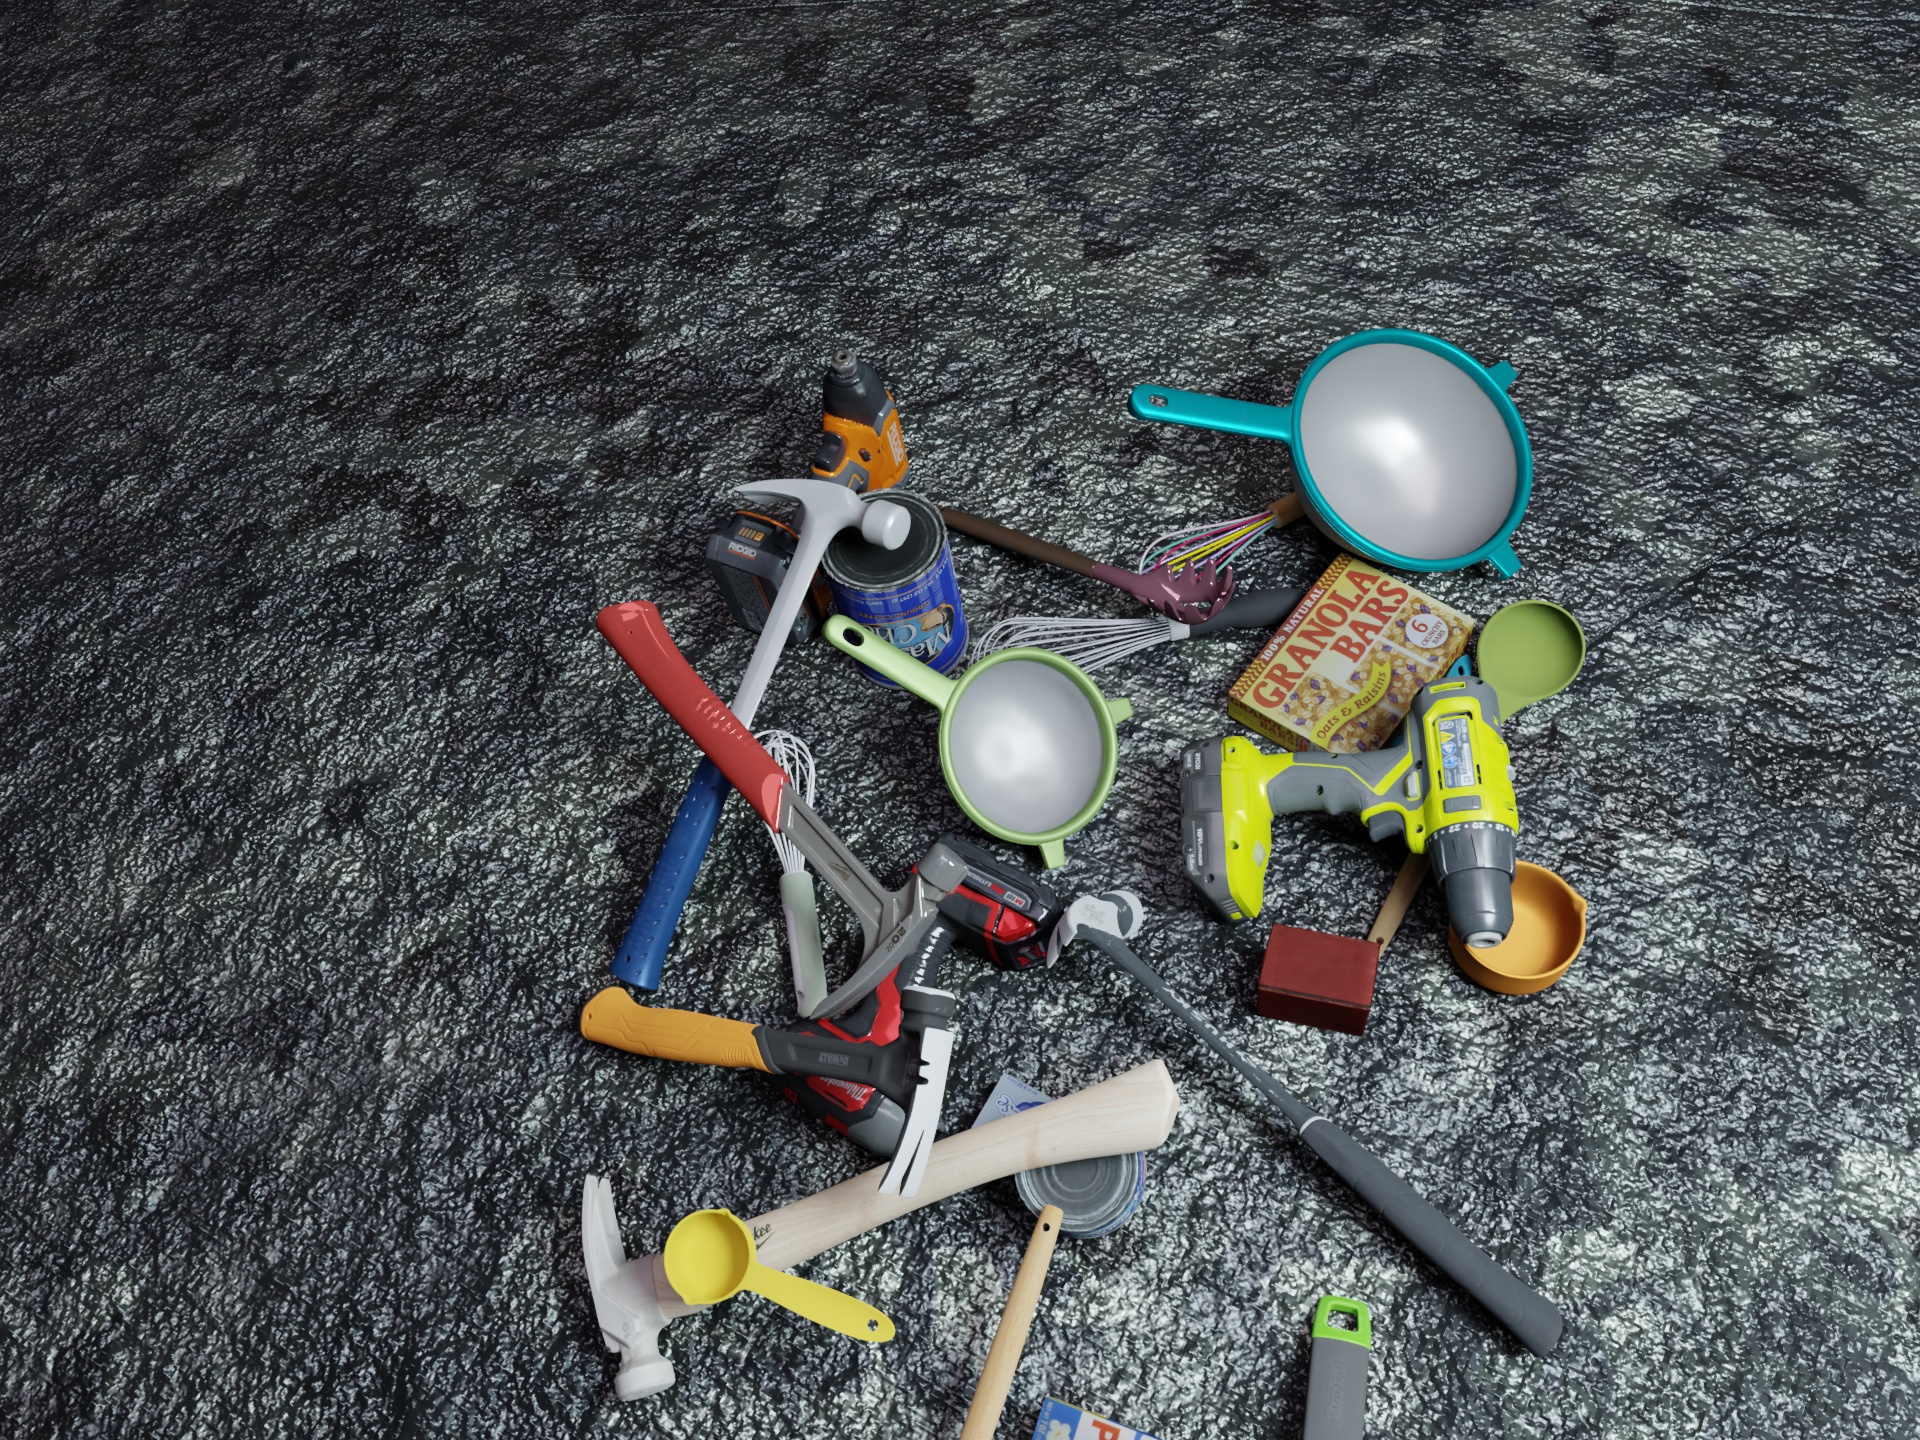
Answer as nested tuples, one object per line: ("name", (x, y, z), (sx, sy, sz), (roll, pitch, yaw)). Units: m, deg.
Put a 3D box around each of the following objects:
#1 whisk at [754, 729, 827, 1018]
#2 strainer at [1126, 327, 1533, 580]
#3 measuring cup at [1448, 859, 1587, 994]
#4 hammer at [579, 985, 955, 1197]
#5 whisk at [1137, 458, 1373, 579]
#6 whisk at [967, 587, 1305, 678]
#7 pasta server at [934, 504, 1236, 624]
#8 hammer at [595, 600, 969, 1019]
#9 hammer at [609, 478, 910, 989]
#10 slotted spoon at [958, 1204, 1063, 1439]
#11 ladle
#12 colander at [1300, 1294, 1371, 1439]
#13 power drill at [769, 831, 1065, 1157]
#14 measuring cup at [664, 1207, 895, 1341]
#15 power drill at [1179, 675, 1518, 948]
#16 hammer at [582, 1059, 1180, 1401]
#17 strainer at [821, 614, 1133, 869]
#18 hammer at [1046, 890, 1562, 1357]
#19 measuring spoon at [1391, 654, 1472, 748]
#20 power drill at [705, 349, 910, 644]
("whisk", (-0.129, 0.114, 1.225), (0.059, 0.057, 0.247), (4, 57, -25))
("strainer", (0.291, -0.216, 1.299), (0.340, 0.095, 0.211), (8, 73, -9))
("measuring cup", (0.379, 0.114, 1.139), (0.095, 0.052, 0.174), (-14, 57, 1))
("hammer", (-0.147, 0.229, 1.080), (0.337, 0.034, 0.127), (0, 73, 40))
("whisk", (0.248, -0.163, 1.343), (0.245, 0.047, 0.051), (-27, 57, -12))
("whisk", (0.145, -0.071, 1.296), (0.284, 0.070, 0.070), (-12, 57, -5))
("pasta server", (0.091, -0.138, 1.321), (0.316, 0.040, 0.060), (24, 55, 35))
("hammer", (-0.158, 0.043, 1.153), (0.149, 0.036, 0.359), (-48, 66, 7))
("hammer", (-0.176, 0.006, 1.208), (0.144, 0.035, 0.405), (22, 88, 25))
("slotted spoon", (0.007, 0.451, 0.971), (0.070, 0.031, 0.314), (15, 71, 18))
("ladle", (0.376, 0.042, 1.186), (0.078, 0.062, 0.320), (31, 69, 8))
("colander", (0.198, 0.524, 0.899), (0.204, 0.094, 0.397), (7, 41, 14))
("power drill", (-0.021, 0.203, 1.135), (0.143, 0.078, 0.220), (27, 69, 25))
("measuring cup", (-0.113, 0.359, 1.009), (0.156, 0.029, 0.062), (19, 76, 10))
("power drill", (0.277, 0.076, 1.129), (0.228, 0.080, 0.191), (-10, 59, 22))
("hammer", (-0.056, 0.303, 1.044), (0.410, 0.038, 0.146), (-23, 65, 6))
("strainer", (-0.002, -0.004, 1.214), (0.256, 0.069, 0.151), (31, 72, -16))
("hammer", (0.219, 0.256, 1.048), (0.409, 0.149, 0.036), (41, 106, 21))
("measuring spoon", (0.364, -0.002, 1.233), (0.042, 0.021, 0.129), (45, 62, -17))
("power drill", (-0.123, -0.196, 1.351), (0.084, 0.164, 0.226), (21, 65, 20))
